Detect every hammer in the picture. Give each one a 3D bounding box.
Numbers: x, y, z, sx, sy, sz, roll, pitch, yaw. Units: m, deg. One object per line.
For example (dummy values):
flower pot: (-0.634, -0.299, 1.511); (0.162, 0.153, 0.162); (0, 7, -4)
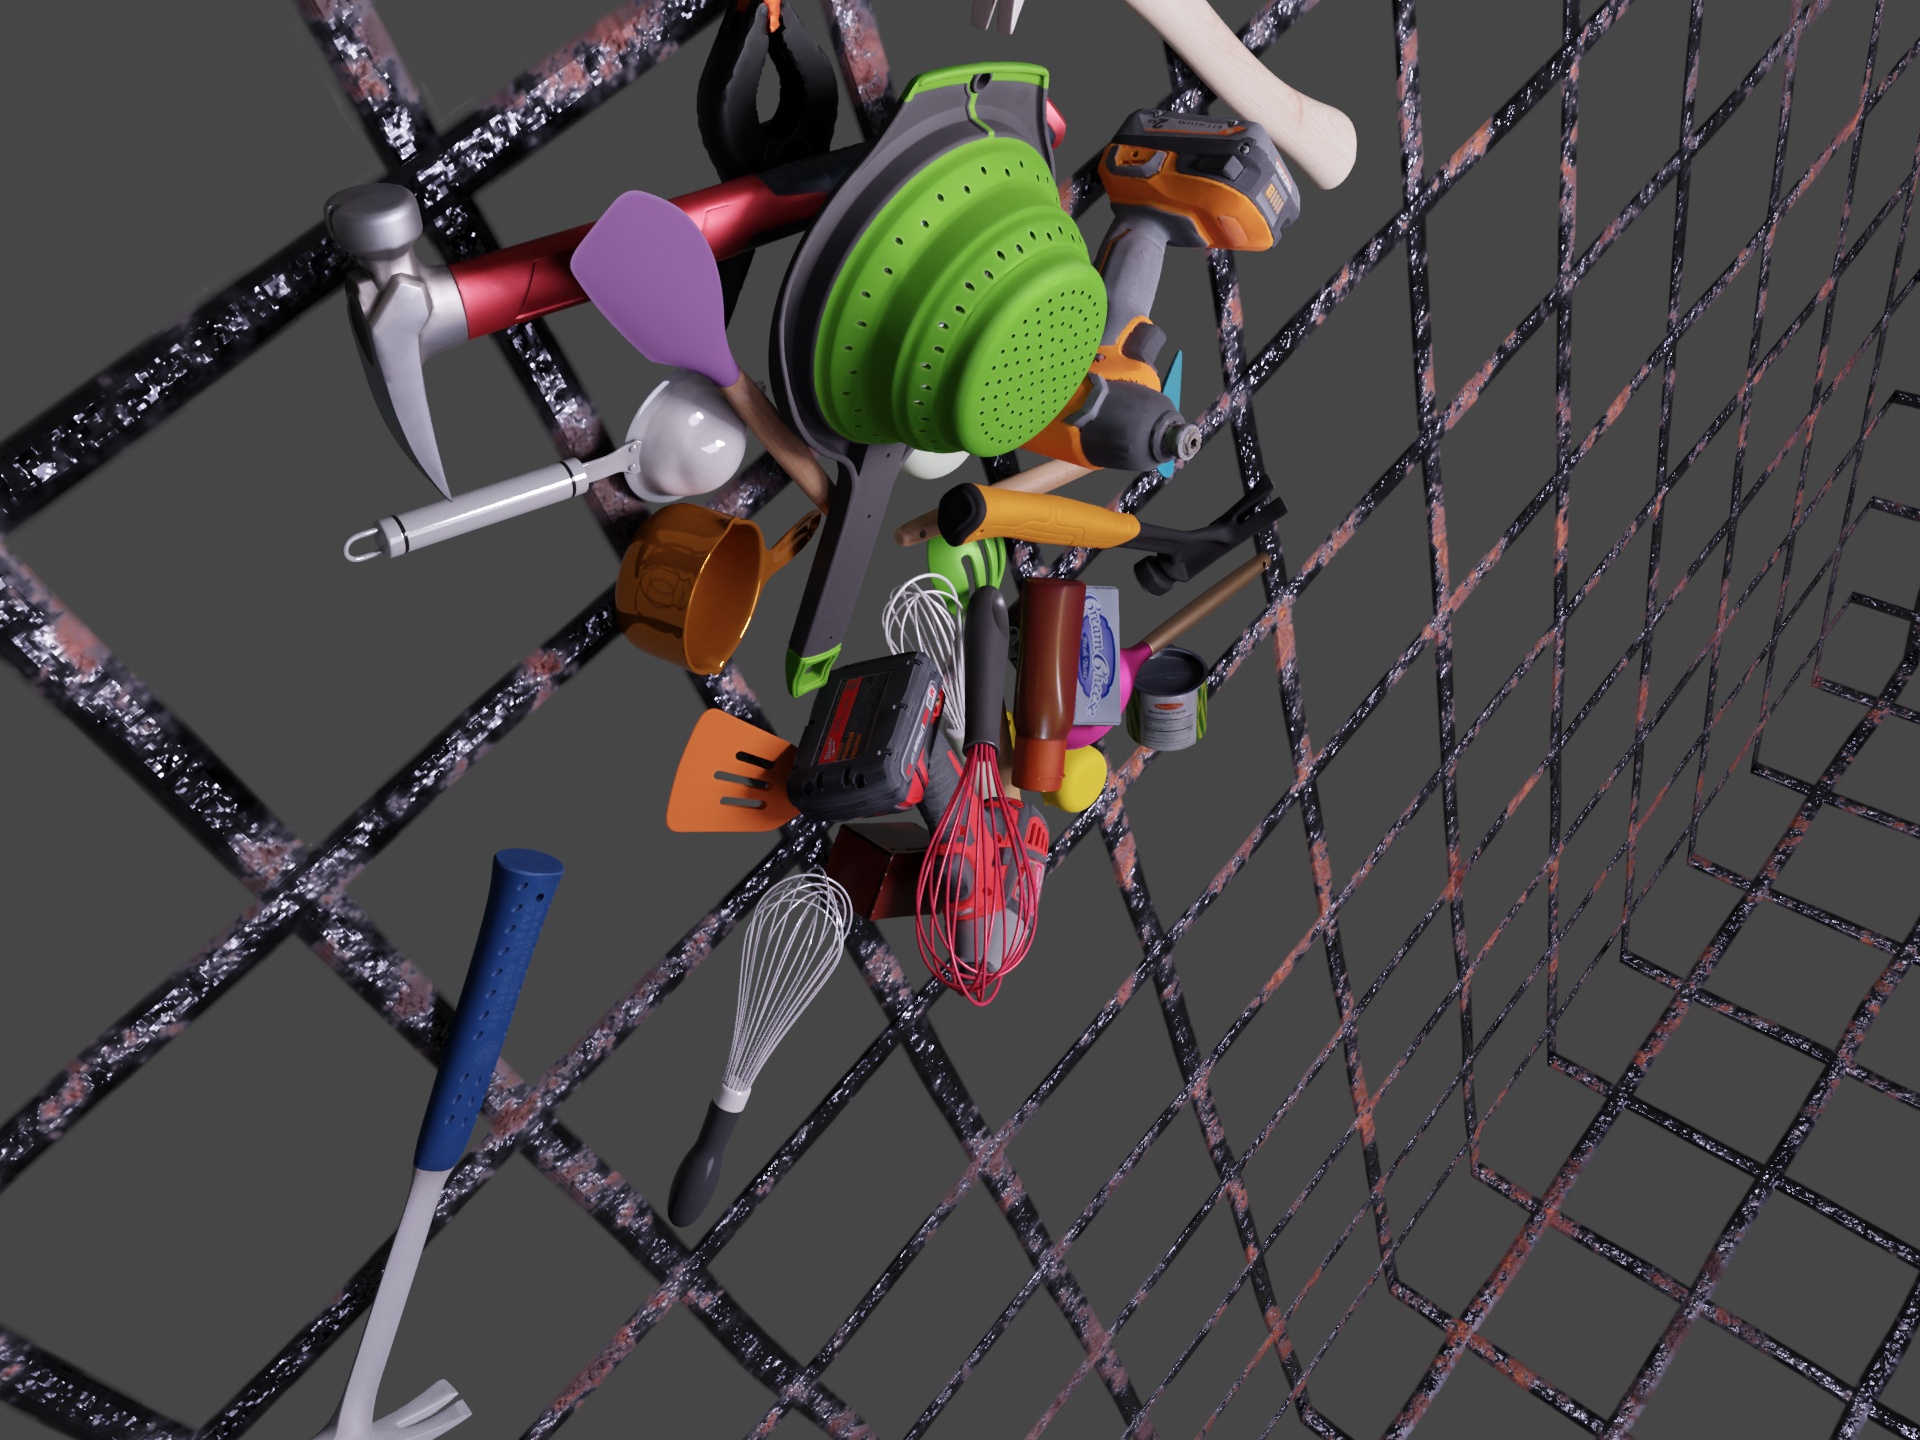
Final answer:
hammer: (-0.106, -0.234, 0.784); (0.386, 0.038, 0.143); (-27, 137, -27)
hammer: (0.100, -0.133, 1.077); (0.127, 0.034, 0.336); (-34, 163, 31)
hammer: (0.155, -0.429, 1.030); (0.410, 0.038, 0.146); (12, 104, -53)
hammer: (-0.303, 0.265, 0.921); (0.144, 0.035, 0.405); (7, 107, -52)

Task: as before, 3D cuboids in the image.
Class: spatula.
spatula: (0.067, -0.173, 1.080); (0.317, 0.044, 0.082); (-27, 131, -37)
spatula: (-0.108, -0.166, 0.813); (0.060, 0.018, 0.315); (-52, 157, -5)
spatula: (-0.065, 0.043, 1.080); (0.322, 0.041, 0.081); (5, 108, -56)

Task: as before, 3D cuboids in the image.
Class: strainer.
strainer: (-0.189, -0.124, 0.808); (0.258, 0.050, 0.086); (-27, 146, -34)

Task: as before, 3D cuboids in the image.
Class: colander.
colander: (-0.016, -0.144, 0.864); (0.204, 0.095, 0.396); (-27, 149, -44)

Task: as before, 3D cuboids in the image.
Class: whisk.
whisk: (-0.144, 0.225, 1.078); (0.070, 0.070, 0.284); (4, 114, -51)
whisk: (0.012, 0.035, 0.966); (0.073, 0.073, 0.296); (58, 28, -50)
whisk: (-0.002, -0.003, 1.088); (0.059, 0.058, 0.246); (-38, 137, -18)

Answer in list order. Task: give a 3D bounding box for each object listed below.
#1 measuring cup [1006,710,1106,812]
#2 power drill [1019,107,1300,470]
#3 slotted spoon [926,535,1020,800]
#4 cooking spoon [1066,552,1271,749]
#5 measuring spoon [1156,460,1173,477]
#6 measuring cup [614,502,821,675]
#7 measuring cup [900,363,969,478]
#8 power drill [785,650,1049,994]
measuring cup: (0.070, 0.029, 1.224); (0.062, 0.029, 0.156); (-59, 145, -4)
power drill: (0.119, -0.259, 0.988); (0.084, 0.164, 0.226); (35, 82, -51)
slotted spoon: (0.024, -0.015, 1.127); (0.070, 0.031, 0.313); (-40, 136, -33)
cooking spoon: (0.160, -0.066, 1.262); (0.319, 0.017, 0.068); (-35, 111, -39)
measuring spoon: (0.117, -0.226, 1.090); (0.042, 0.021, 0.128); (-30, 108, -26)
measuring cup: (-0.134, -0.092, 0.894); (0.174, 0.052, 0.095); (-53, 158, -56)
measuring cup: (-0.039, -0.145, 0.973); (0.083, 0.038, 0.167); (27, 90, -54)
power drill: (-0.016, 0.071, 1.036); (0.219, 0.078, 0.143); (53, 39, -38)
